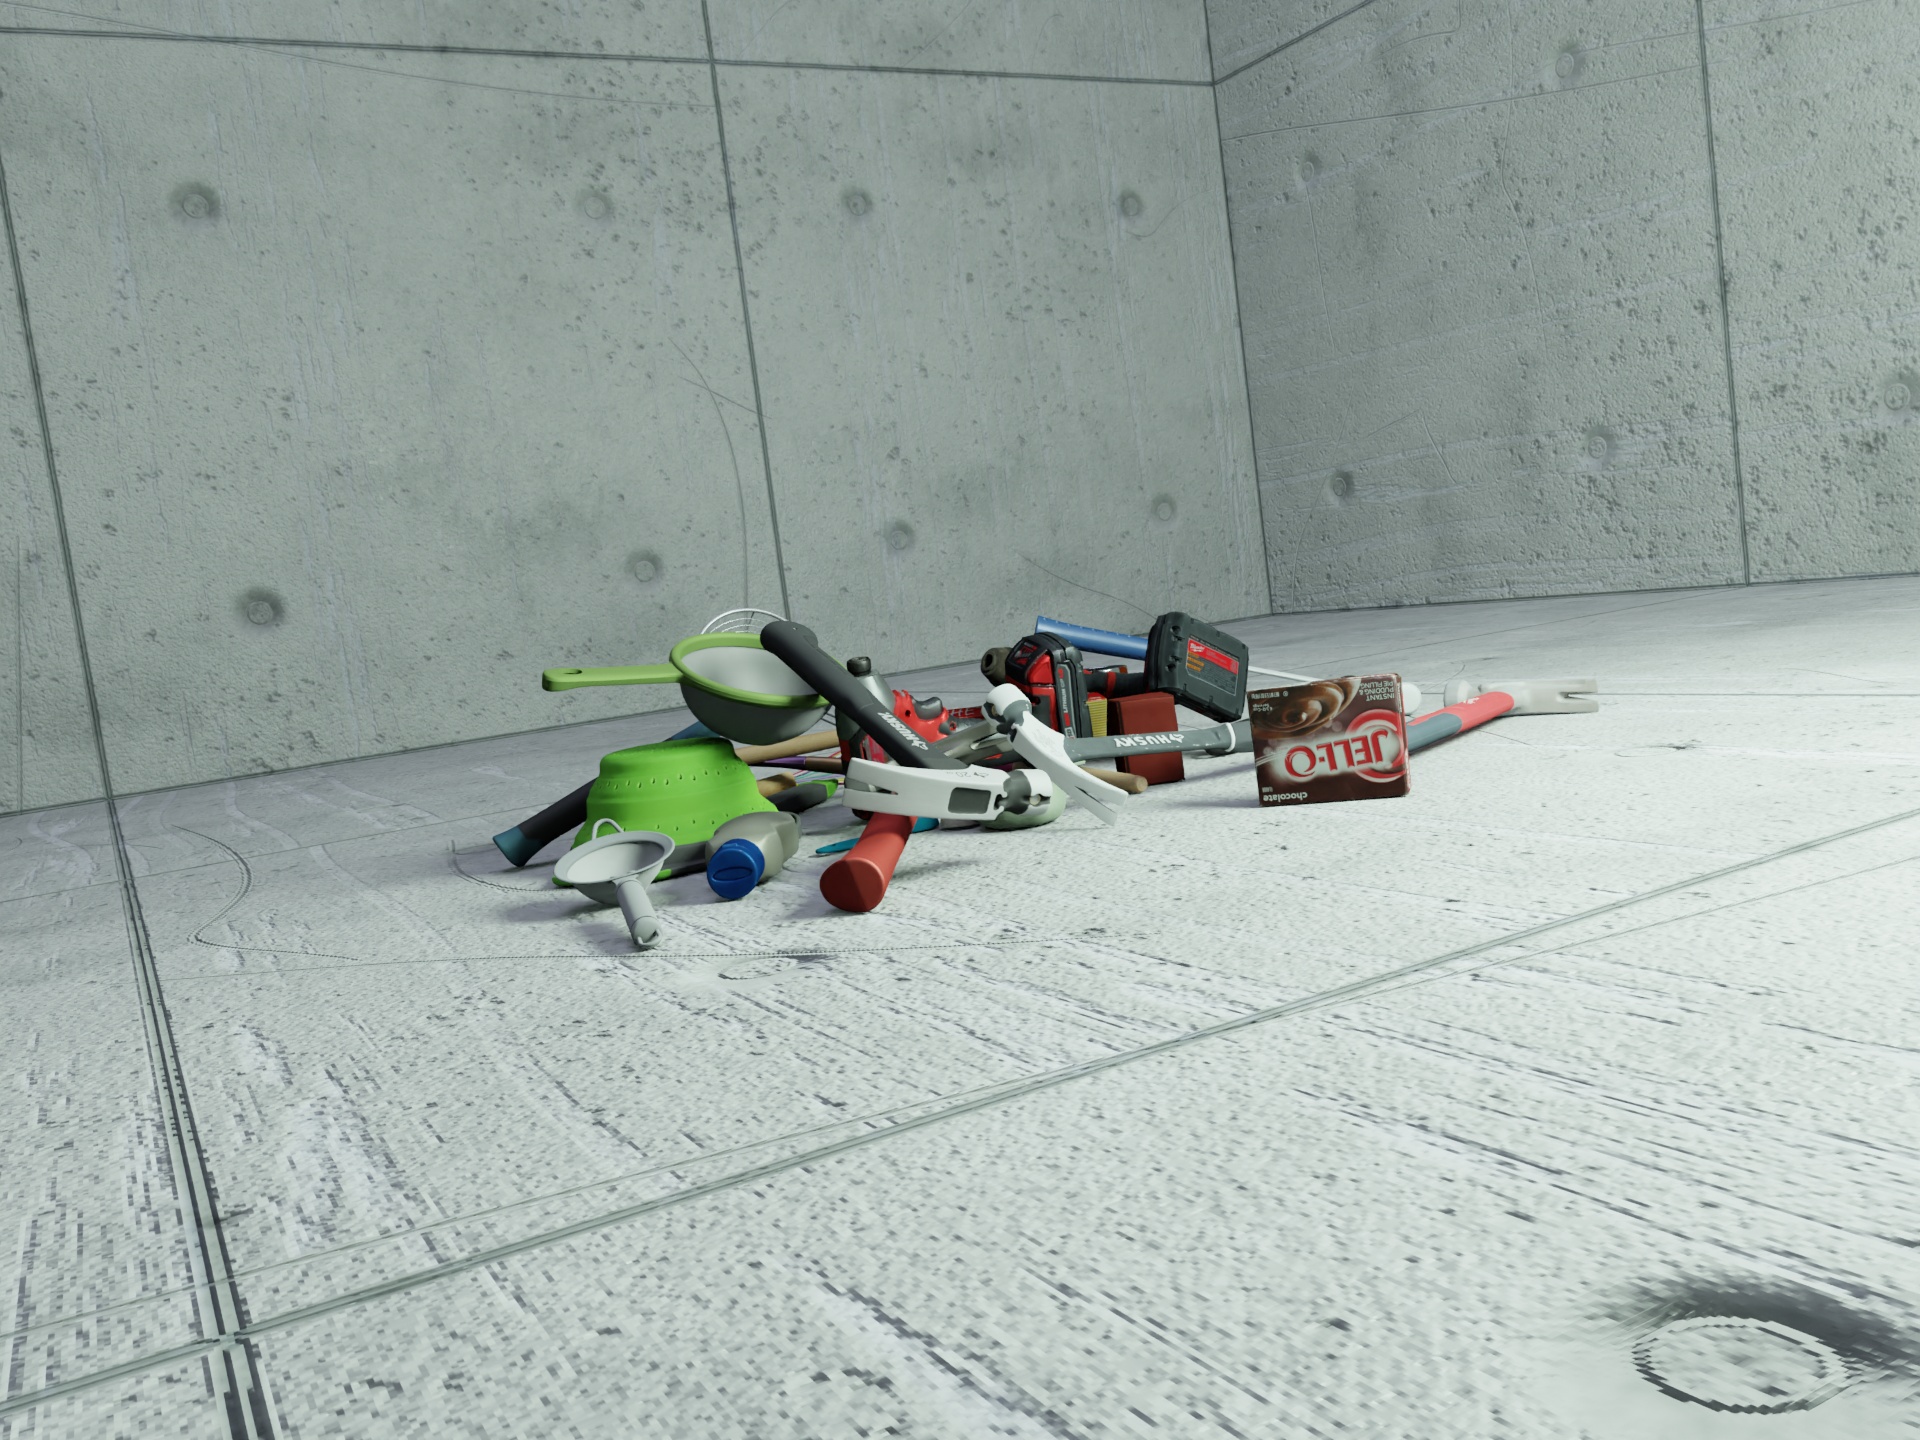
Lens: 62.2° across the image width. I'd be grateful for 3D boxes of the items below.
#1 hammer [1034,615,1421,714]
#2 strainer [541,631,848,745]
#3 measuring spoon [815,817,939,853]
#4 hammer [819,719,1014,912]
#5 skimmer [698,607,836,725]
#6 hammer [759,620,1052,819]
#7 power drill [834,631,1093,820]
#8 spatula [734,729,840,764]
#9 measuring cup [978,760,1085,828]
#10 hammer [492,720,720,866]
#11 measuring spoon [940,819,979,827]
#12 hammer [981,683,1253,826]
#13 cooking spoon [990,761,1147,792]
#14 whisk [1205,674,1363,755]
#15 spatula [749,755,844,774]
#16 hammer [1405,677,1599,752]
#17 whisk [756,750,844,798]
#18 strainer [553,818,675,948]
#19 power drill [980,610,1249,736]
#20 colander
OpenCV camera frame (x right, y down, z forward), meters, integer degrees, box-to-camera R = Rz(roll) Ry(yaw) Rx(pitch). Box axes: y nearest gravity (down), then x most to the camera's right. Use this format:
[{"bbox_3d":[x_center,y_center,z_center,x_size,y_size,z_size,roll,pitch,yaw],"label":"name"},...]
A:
[{"bbox_3d":[0.280,-0.060,1.716,0.405,0.035,0.144,11,4,2],"label":"hammer"},{"bbox_3d":[-0.215,-0.015,1.295,0.256,0.069,0.152,-3,25,-31],"label":"strainer"},{"bbox_3d":[-0.068,0.085,1.277,0.042,0.021,0.128,-3,7,43],"label":"measuring spoon"},{"bbox_3d":[-0.038,0.065,1.163,0.149,0.036,0.359,-21,8,8],"label":"hammer"},{"bbox_3d":[-0.120,-0.018,1.564,0.364,0.090,0.127,23,50,40],"label":"skimmer"},{"bbox_3d":[-0.077,-0.008,1.191,0.146,0.035,0.335,2,21,-31],"label":"hammer"},{"bbox_3d":[-0.002,-0.004,1.393,0.219,0.143,0.079,-14,17,-16],"label":"power drill"},{"bbox_3d":[-0.217,0.047,1.535,0.317,0.044,0.082,-11,-11,14],"label":"spatula"},{"bbox_3d":[0.067,0.059,1.304,0.083,0.038,0.167,-5,4,28],"label":"measuring cup"},{"bbox_3d":[-0.267,0.033,1.430,0.331,0.033,0.128,-33,-27,-23],"label":"hammer"},{"bbox_3d":[0.009,0.072,1.334,0.034,0.018,0.124,-6,4,13],"label":"measuring spoon"},{"bbox_3d":[0.216,0.017,1.339,0.408,0.036,0.149,-3,37,-37],"label":"hammer"},{"bbox_3d":[0.069,0.046,1.479,0.068,0.017,0.319,18,-6,-32],"label":"cooking spoon"},{"bbox_3d":[0.331,-0.001,1.571,0.239,0.055,0.055,-16,9,-32],"label":"whisk"},{"bbox_3d":[-0.126,0.044,1.566,0.316,0.018,0.060,4,3,14],"label":"spatula"},{"bbox_3d":[0.431,0.004,1.388,0.143,0.038,0.386,-1,8,38],"label":"hammer"},{"bbox_3d":[-0.150,0.059,1.613,0.245,0.047,0.051,-15,-4,-31],"label":"whisk"},{"bbox_3d":[-0.224,0.116,1.070,0.087,0.050,0.258,-15,13,-15],"label":"strainer"},{"bbox_3d":[0.149,-0.043,1.568,0.187,0.080,0.227,22,-21,-36],"label":"power drill"},{"bbox_3d":[-0.209,0.056,1.399,0.204,0.094,0.397,-5,6,22],"label":"colander"}]
